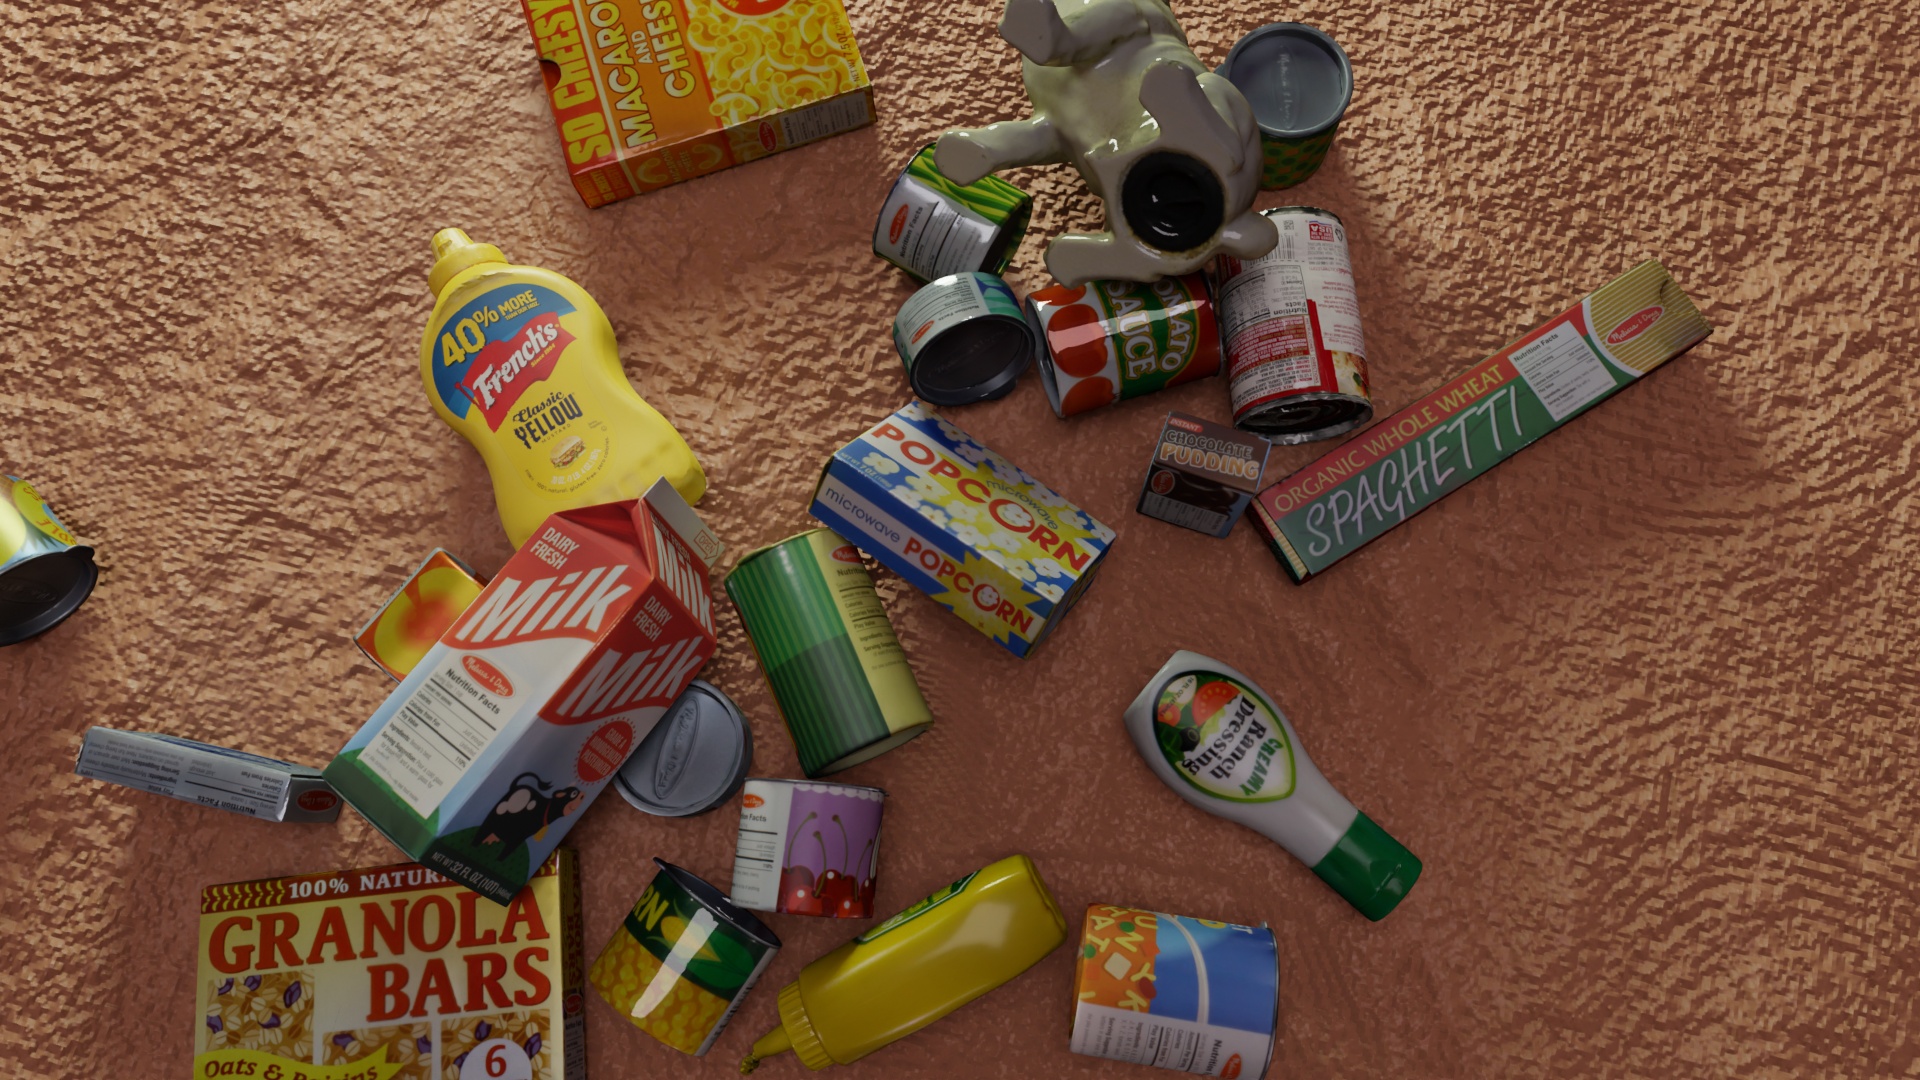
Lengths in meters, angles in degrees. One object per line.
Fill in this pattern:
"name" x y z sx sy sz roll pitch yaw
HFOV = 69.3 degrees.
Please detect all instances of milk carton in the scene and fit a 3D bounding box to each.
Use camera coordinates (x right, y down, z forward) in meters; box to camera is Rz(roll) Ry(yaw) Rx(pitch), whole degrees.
"milk carton" -0.181 0.059 0.628 0.073 0.072 0.191 28 72 29

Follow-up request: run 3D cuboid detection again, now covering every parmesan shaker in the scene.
"parmesan shaker" -0.064 0.054 0.656 0.071 0.071 0.103 -24 77 -4

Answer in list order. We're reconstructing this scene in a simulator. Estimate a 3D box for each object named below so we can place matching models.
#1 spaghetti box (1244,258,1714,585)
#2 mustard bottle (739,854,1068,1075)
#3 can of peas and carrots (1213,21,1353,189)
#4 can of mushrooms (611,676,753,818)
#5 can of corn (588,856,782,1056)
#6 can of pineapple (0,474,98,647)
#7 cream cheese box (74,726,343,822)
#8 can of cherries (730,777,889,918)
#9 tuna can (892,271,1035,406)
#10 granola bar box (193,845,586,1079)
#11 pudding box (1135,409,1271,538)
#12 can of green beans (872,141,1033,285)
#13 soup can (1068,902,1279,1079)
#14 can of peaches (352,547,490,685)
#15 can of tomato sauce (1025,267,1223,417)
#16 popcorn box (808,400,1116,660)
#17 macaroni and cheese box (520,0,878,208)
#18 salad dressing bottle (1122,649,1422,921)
"spaghetti box" 0.259 -0.060 0.700 0.250 0.028 0.050 -30 77 -6
"mustard bottle" -0.030 0.197 0.623 0.160 0.065 0.049 -28 81 -2
"can of peas and carrots" 0.164 -0.226 0.730 0.071 0.058 0.071 0 76 2
"can of mushrooms" -0.136 0.099 0.666 0.071 0.033 0.071 0 76 1
"can of corn" -0.126 0.187 0.625 0.071 0.071 0.058 33 79 9
"can of pineapple" -0.471 0.009 0.681 0.071 0.071 0.058 -43 78 -9
"cream cheese box" -0.353 0.111 0.657 0.104 0.053 0.024 12 78 5
"can of cherries" -0.067 0.141 0.637 0.071 0.071 0.058 4 76 3
"tuna can" 0.003 -0.099 0.695 0.071 0.070 0.033 -19 59 -3
"granola bar box" -0.258 0.212 0.636 0.166 0.039 0.124 -6 75 0
"pudding box" 0.115 -0.030 0.667 0.050 0.083 0.030 18 77 6
"can of green beans" -0.003 -0.161 0.713 0.058 0.071 0.071 31 79 8
"soup can" 0.094 0.198 0.619 0.084 0.071 0.071 8 76 4
"can of peaches" -0.242 0.046 0.665 0.071 0.071 0.058 37 79 10
"can of tomato sauce" 0.081 -0.103 0.694 0.083 0.071 0.071 -16 76 -2
"popcorn box" 0.002 -0.008 0.664 0.127 0.085 0.038 34 122 9
"macaroni and cheese box" -0.143 -0.265 0.757 0.167 0.040 0.124 -18 75 -3
"salad dressing bottle" 0.146 0.115 0.649 0.148 0.044 0.064 40 81 10
